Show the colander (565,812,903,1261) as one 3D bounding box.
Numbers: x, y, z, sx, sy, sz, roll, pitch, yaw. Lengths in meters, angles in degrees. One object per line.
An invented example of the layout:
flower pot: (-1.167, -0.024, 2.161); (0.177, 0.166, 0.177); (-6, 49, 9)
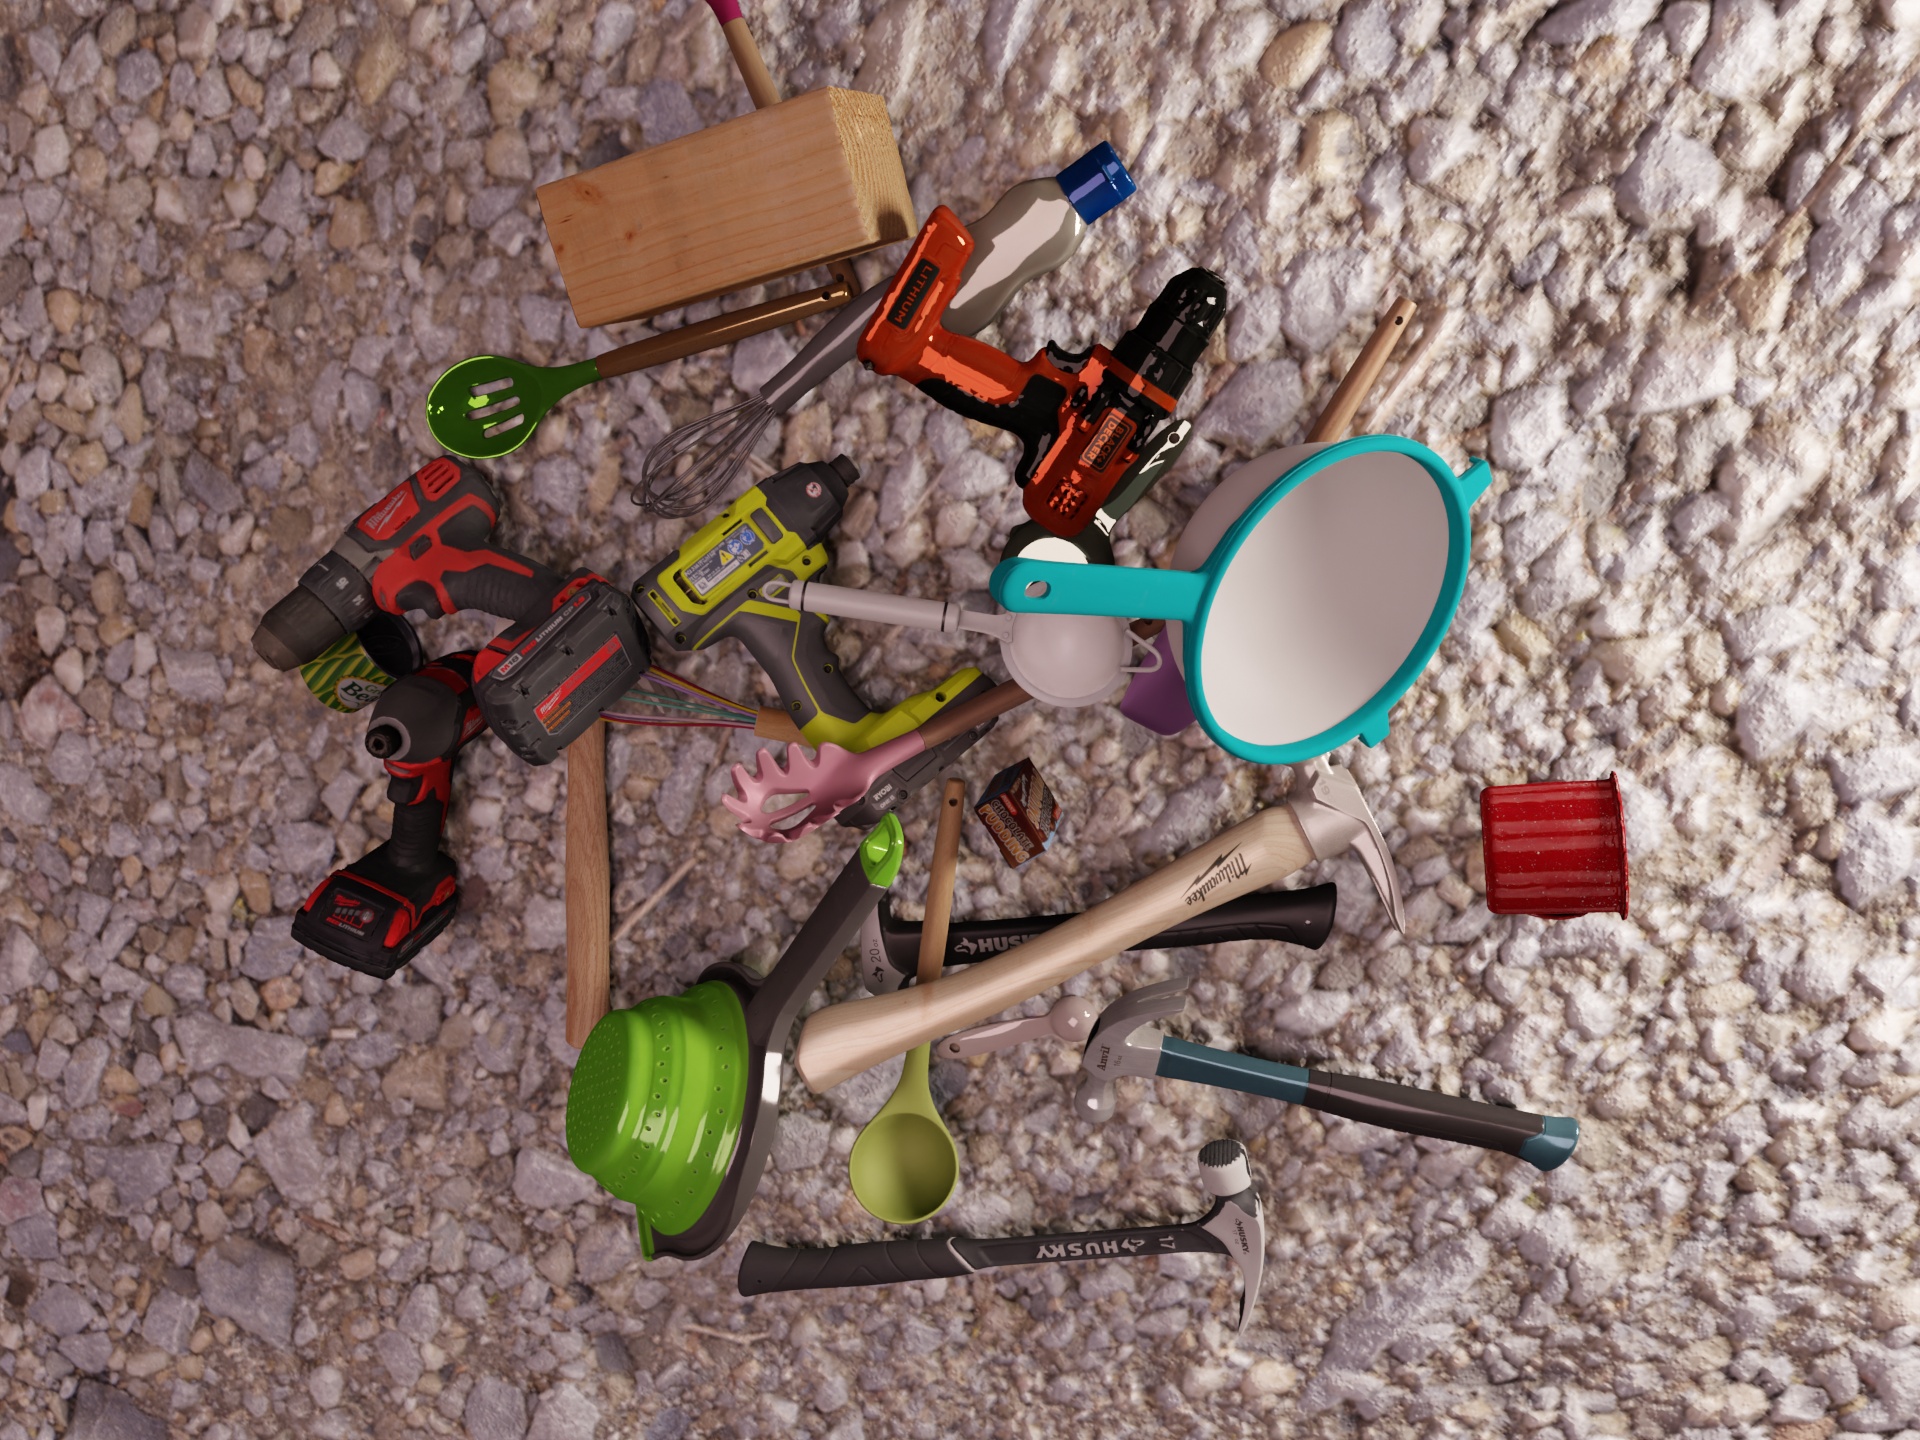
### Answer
colander: (-0.168, 0.202, 1.062); (0.094, 0.205, 0.397); (18, 121, -29)

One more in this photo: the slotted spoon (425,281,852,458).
slotted spoon: (-0.217, -0.241, 1.065); (0.314, 0.031, 0.070); (-13, 96, 17)

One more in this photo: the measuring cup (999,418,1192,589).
measuring cup: (0.090, -0.128, 1.028); (0.083, 0.038, 0.167); (42, 111, -1)

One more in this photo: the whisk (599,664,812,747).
whisk: (-0.161, -0.007, 1.091); (0.245, 0.051, 0.047); (12, 84, -6)

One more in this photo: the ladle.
ladle: (-0.024, 0.196, 1.092); (0.078, 0.062, 0.320); (7, 104, -4)

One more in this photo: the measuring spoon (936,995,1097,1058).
measuring spoon: (0.038, 0.227, 1.141); (0.124, 0.018, 0.034); (-17, 100, 16)

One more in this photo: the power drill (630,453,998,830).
power drill: (-0.083, -0.054, 1.052); (0.171, 0.080, 0.223); (-40, 92, -8)

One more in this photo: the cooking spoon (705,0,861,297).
cooking spoon: (-0.134, -0.419, 1.013); (0.069, 0.017, 0.319); (-21, 99, 21)

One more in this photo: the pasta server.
pasta server: (-0.002, -0.003, 1.000); (0.316, 0.040, 0.060); (-26, 66, -16)

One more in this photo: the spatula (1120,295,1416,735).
spatula: (0.200, -0.125, 1.017); (0.059, 0.018, 0.316); (25, 109, -11)

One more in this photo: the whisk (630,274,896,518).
whisk: (-0.126, -0.213, 1.050); (0.239, 0.055, 0.055); (-38, 94, 13)

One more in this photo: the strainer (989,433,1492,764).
strainer: (0.145, -0.086, 0.931); (0.340, 0.095, 0.211); (0, 118, -32)

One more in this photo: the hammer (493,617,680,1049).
hammer: (-0.271, 0.087, 1.165); (0.130, 0.031, 0.331); (6, 106, 11)

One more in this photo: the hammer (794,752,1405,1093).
hammer: (0.084, 0.154, 1.046); (0.410, 0.038, 0.146); (-26, 85, 5)

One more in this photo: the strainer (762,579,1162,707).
strainer: (0.002, -0.063, 1.001); (0.258, 0.050, 0.087); (9, 73, 2)

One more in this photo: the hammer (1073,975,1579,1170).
hammer: (0.249, 0.254, 1.087); (0.331, 0.033, 0.128); (11, 124, 6)

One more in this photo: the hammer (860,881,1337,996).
hammer: (0.091, 0.141, 1.100); (0.335, 0.035, 0.146); (-7, 103, 14)

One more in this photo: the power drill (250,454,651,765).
power drill: (-0.338, -0.064, 1.045); (0.227, 0.080, 0.188); (34, 67, 25)

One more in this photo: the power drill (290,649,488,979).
power drill: (-0.395, 0.064, 1.129); (0.078, 0.143, 0.219); (23, 110, 2)

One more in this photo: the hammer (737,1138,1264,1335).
hammer: (0.023, 0.397, 1.176); (0.409, 0.036, 0.149); (-10, 110, 16)
